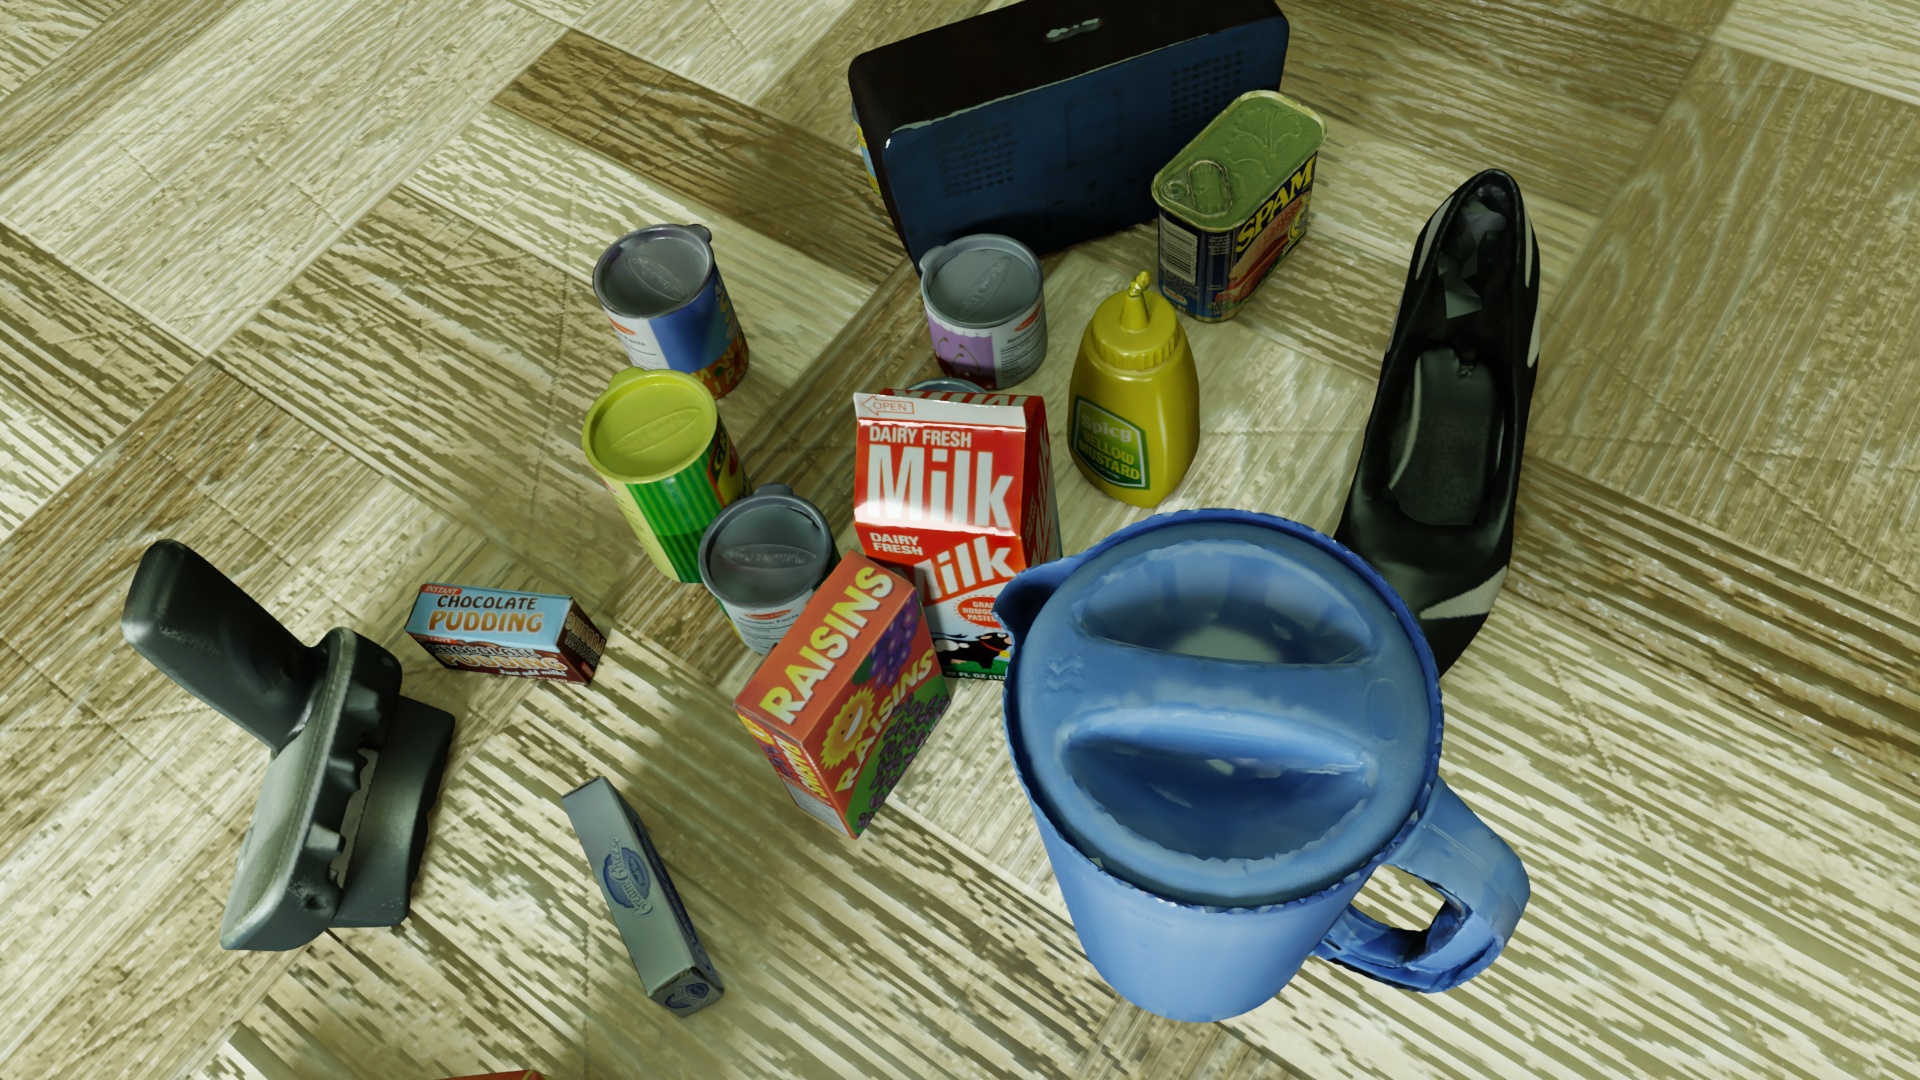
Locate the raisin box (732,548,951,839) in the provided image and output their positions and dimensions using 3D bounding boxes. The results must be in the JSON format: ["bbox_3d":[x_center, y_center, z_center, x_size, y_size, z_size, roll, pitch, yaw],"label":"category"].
[{"bbox_3d":[-0.049,0.072,0.624,0.040,0.123,0.086,28,67,21],"label":"raisin box"}]

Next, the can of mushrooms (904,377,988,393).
[{"bbox_3d":[-0.008,-0.049,0.742,0.071,0.033,0.071,-3,60,5],"label":"can of mushrooms"}]

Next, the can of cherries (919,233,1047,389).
[{"bbox_3d":[0.013,-0.127,0.770,0.071,0.058,0.072,-3,60,6],"label":"can of cherries"}]

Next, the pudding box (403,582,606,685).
[{"bbox_3d":[-0.230,0.047,0.704,0.084,0.049,0.030,6,61,10],"label":"pudding box"}]

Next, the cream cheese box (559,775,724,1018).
[{"bbox_3d":[-0.143,0.160,0.625,0.024,0.053,0.104,-30,61,-10],"label":"cream cheese box"}]

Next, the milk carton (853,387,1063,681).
[{"bbox_3d":[0.002,-0.008,0.625,0.072,0.189,0.074,5,61,10],"label":"milk carton"}]

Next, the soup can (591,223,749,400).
[{"bbox_3d":[-0.157,-0.126,0.776,0.071,0.083,0.071,-3,60,6],"label":"soup can"}]

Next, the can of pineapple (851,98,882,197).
[{"bbox_3d":[-0.031,-0.246,0.845,0.071,0.057,0.071,-3,60,6],"label":"can of pineapple"}]

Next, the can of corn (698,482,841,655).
[{"bbox_3d":[-0.091,0.016,0.700,0.071,0.058,0.071,-3,60,6],"label":"can of corn"}]

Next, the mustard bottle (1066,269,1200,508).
[{"bbox_3d":[0.083,-0.076,0.672,0.065,0.159,0.049,29,68,22],"label":"mustard bottle"}]

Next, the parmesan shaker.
[{"bbox_3d":[-0.144,-0.033,0.709,0.071,0.102,0.071,-3,60,6],"label":"parmesan shaker"}]

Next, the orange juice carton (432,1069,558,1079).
[{"bbox_3d":[-0.171,0.240,0.501,0.072,0.191,0.073,-7,60,3],"label":"orange juice carton"}]
